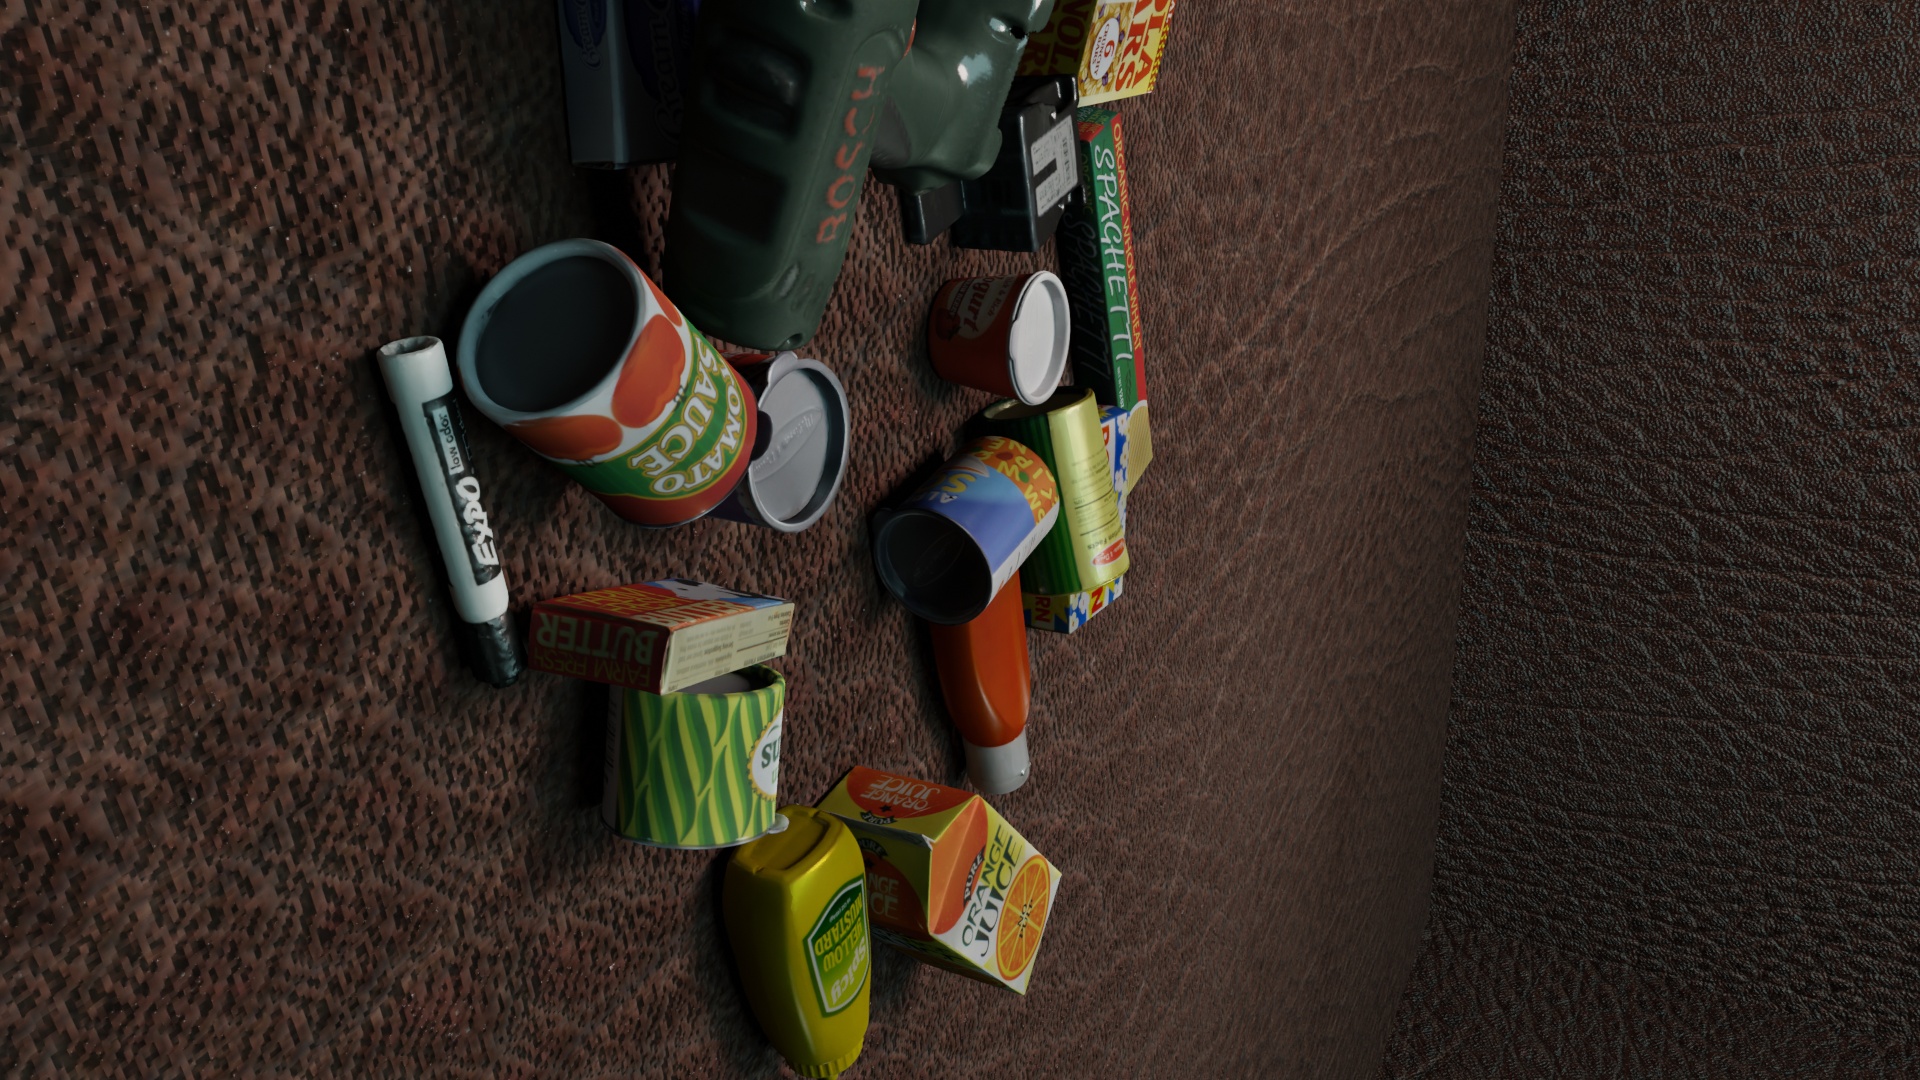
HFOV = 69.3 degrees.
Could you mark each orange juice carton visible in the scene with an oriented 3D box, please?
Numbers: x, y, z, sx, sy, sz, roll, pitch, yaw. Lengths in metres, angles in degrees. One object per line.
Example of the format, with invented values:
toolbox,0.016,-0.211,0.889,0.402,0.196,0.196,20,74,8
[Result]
orange juice carton,-0.016,0.173,0.721,0.192,0.072,0.073,54,51,-55

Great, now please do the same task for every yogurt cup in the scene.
yogurt cup,0.019,-0.106,0.716,0.073,0.054,0.072,-31,125,-56

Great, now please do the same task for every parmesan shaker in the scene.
parmesan shaker,0.053,-0.029,0.776,0.071,0.071,0.102,-37,119,-53

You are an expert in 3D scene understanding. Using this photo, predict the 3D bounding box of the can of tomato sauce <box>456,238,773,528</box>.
can of tomato sauce,-0.111,-0.049,0.455,0.083,0.071,0.071,52,53,-63

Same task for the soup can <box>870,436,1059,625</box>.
soup can,0.003,-0.009,0.706,0.084,0.071,0.071,-47,139,-48

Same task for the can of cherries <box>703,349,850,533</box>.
can of cherries,-0.084,-0.042,0.532,0.072,0.058,0.071,-30,125,-55

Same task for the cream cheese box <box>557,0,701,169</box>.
cream cheese box,-0.110,-0.181,0.472,0.053,0.024,0.103,-30,125,-56

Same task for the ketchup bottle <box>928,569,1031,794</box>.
ketchup bottle,0.014,0.076,0.778,0.065,0.043,0.148,-49,140,-47

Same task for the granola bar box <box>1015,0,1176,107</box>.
granola bar box,0.088,-0.326,0.751,0.125,0.039,0.164,-36,145,-55

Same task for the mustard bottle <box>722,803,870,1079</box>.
mustard bottle,-0.070,0.201,0.649,0.065,0.049,0.159,-41,134,-47

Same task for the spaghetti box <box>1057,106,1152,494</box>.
spaghetti box,0.090,-0.143,0.869,0.050,0.029,0.248,-53,143,-43

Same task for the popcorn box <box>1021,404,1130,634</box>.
popcorn box,0.070,-0.015,0.862,0.085,0.038,0.126,-29,124,-58

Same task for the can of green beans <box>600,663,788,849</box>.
can of green beans,-0.101,0.078,0.529,0.071,0.071,0.057,-9,106,-62

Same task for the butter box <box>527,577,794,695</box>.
butter box,-0.105,0.032,0.502,0.103,0.053,0.024,-11,110,-73
